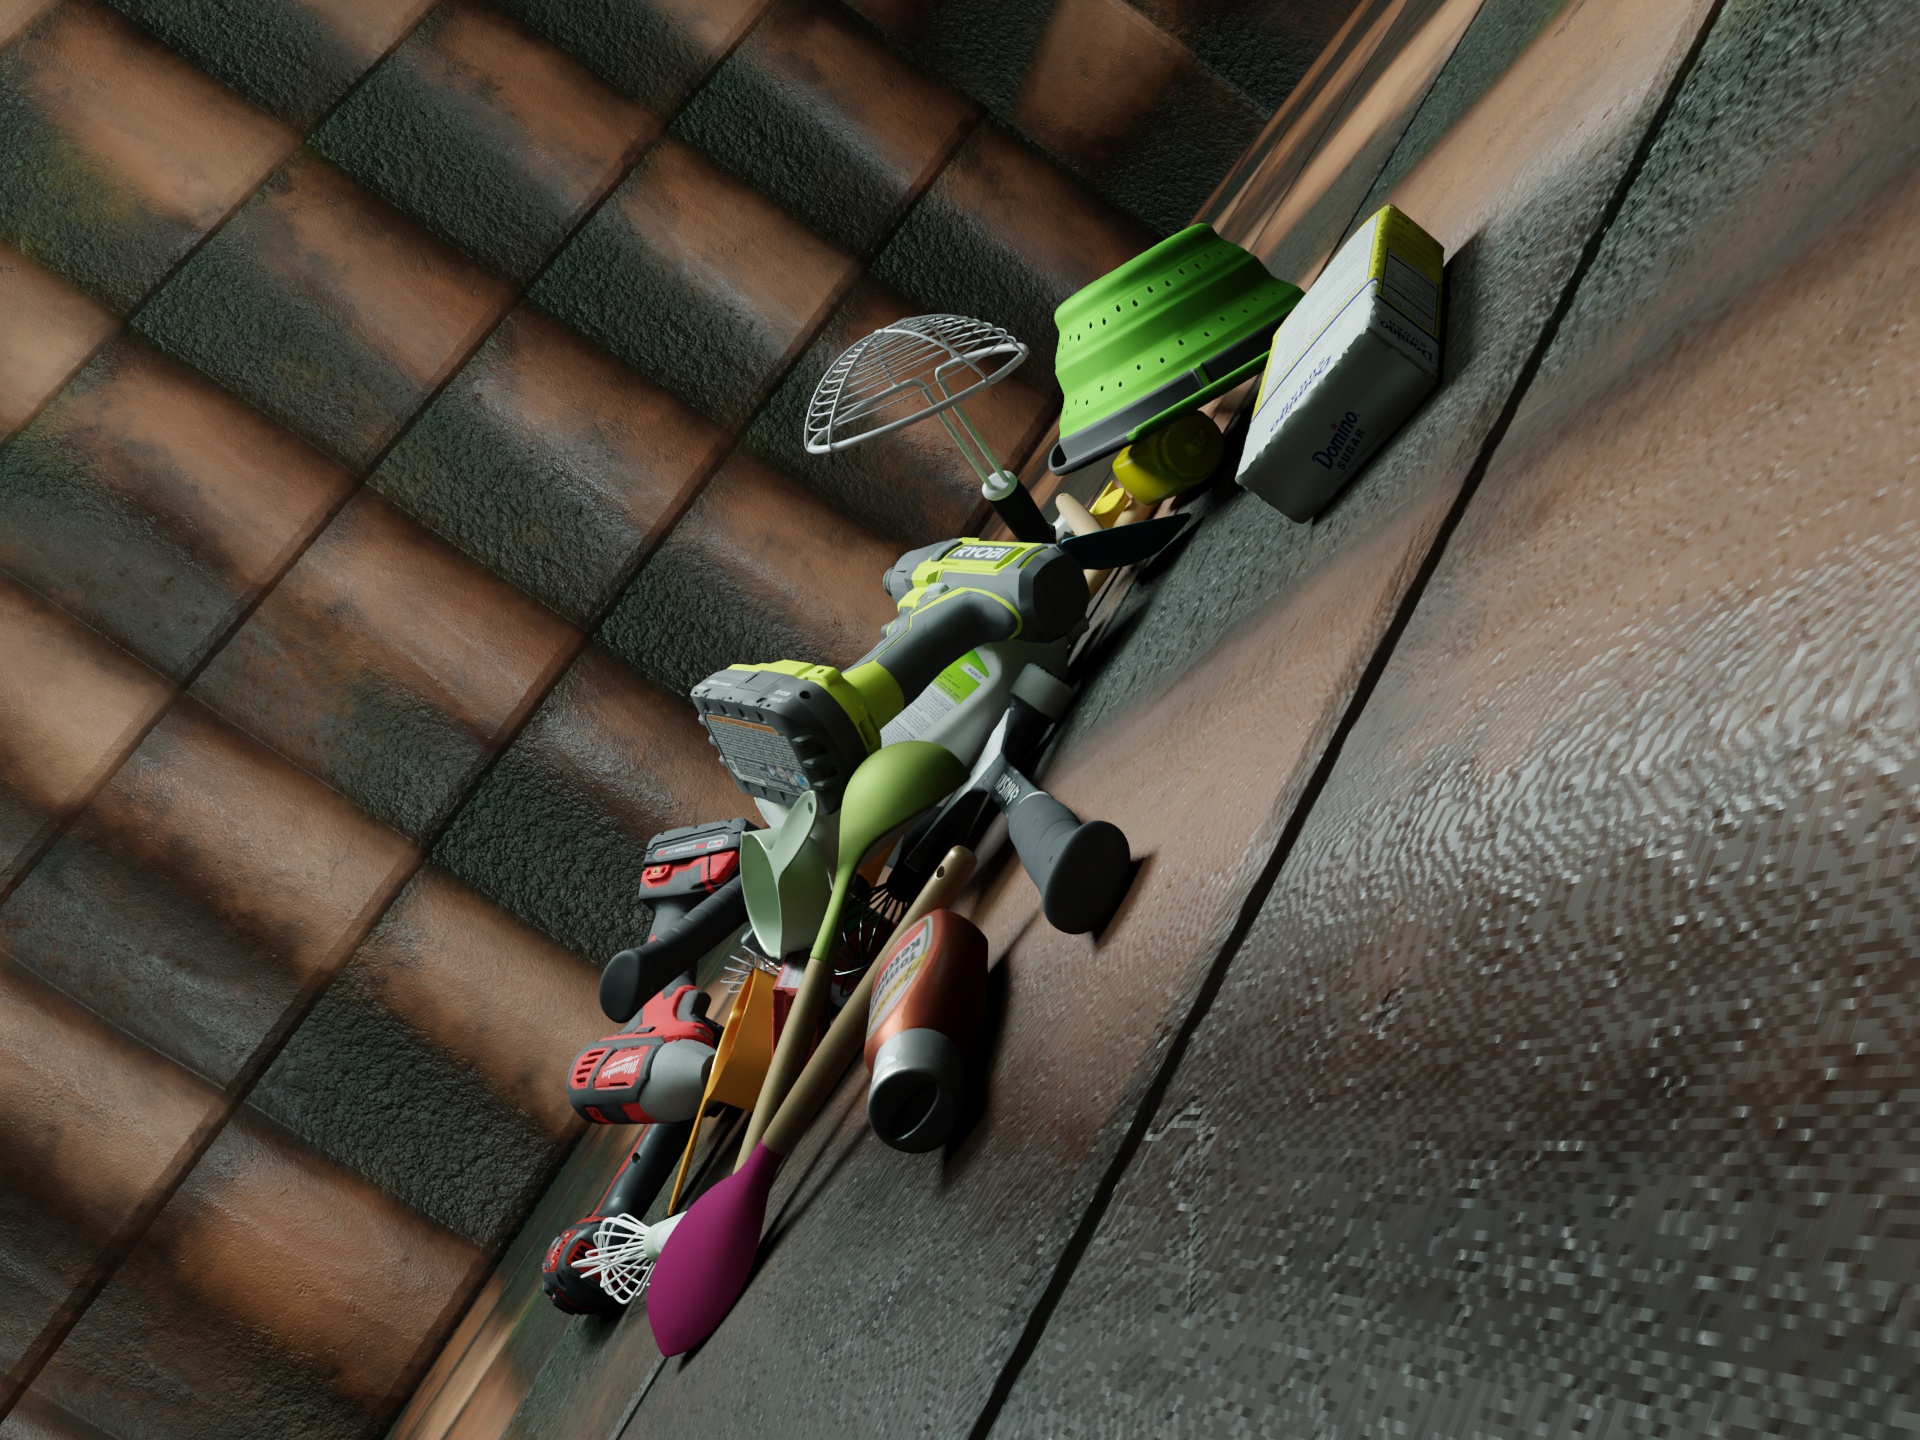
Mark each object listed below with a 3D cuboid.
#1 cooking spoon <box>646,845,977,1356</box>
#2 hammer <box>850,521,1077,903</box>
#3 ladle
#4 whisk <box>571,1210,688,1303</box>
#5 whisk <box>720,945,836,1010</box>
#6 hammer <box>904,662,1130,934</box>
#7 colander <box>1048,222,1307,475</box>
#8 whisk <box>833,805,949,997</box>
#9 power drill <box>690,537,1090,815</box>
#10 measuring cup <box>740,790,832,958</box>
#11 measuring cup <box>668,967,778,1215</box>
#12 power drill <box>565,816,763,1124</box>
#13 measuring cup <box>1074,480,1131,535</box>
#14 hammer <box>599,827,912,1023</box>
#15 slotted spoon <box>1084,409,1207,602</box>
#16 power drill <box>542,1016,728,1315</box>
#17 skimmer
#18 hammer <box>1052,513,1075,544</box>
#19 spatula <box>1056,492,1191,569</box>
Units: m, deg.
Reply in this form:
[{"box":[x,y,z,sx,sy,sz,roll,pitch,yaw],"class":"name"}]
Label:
[{"box":[-0.079,0.190,0.785,0.319,0.017,0.069,-57,39,16],"class":"cooking spoon"},{"box":[-0.002,-0.004,1.159,0.337,0.034,0.127,-57,-10,-36],"class":"hammer"},{"box":[-0.071,0.159,0.856,0.078,0.062,0.320,159,131,-72],"class":"ladle"},{"box":[-0.190,0.328,0.996,0.246,0.059,0.058,-40,54,54],"class":"whisk"},{"box":[-0.131,0.200,1.203,0.070,0.070,0.284,-57,11,-13],"class":"whisk"},{"box":[0.031,0.049,0.808,0.149,0.036,0.409,-56,6,2],"class":"hammer"},{"box":[0.129,-0.258,1.065,0.204,0.094,0.397,-29,9,8],"class":"colander"},{"box":[-0.037,0.107,1.004,0.055,0.055,0.239,-53,2,22],"class":"whisk"},{"box":[-0.049,-0.041,0.996,0.223,0.080,0.171,-38,29,-30],"class":"power drill"},{"box":[-0.089,0.079,0.917,0.038,0.083,0.167,-9,-25,-25],"class":"measuring cup"},{"box":[-0.140,0.249,1.036,0.095,0.052,0.173,-130,60,-79],"class":"measuring cup"},{"box":[-0.195,0.186,1.158,0.143,0.078,0.220,-12,49,35],"class":"power drill"},{"box":[0.121,-0.160,1.246,0.062,0.029,0.156,-56,5,0],"class":"measuring cup"},{"box":[-0.126,0.108,1.108,0.335,0.035,0.146,-38,-34,-47],"class":"hammer"},{"box":[0.102,-0.111,1.166,0.314,0.031,0.070,-56,4,-19],"class":"slotted spoon"},{"box":[-0.247,0.346,1.222,0.227,0.080,0.188,-62,8,-27],"class":"power drill"},{"box":[0.014,-0.141,0.959,0.127,0.090,0.363,-22,-20,11],"class":"skimmer"},{"box":[0.037,-0.118,1.371,0.130,0.031,0.331,-39,5,19],"class":"hammer"},{"box":[0.094,-0.143,1.131,0.082,0.044,0.318,-13,17,-1],"class":"spatula"}]
